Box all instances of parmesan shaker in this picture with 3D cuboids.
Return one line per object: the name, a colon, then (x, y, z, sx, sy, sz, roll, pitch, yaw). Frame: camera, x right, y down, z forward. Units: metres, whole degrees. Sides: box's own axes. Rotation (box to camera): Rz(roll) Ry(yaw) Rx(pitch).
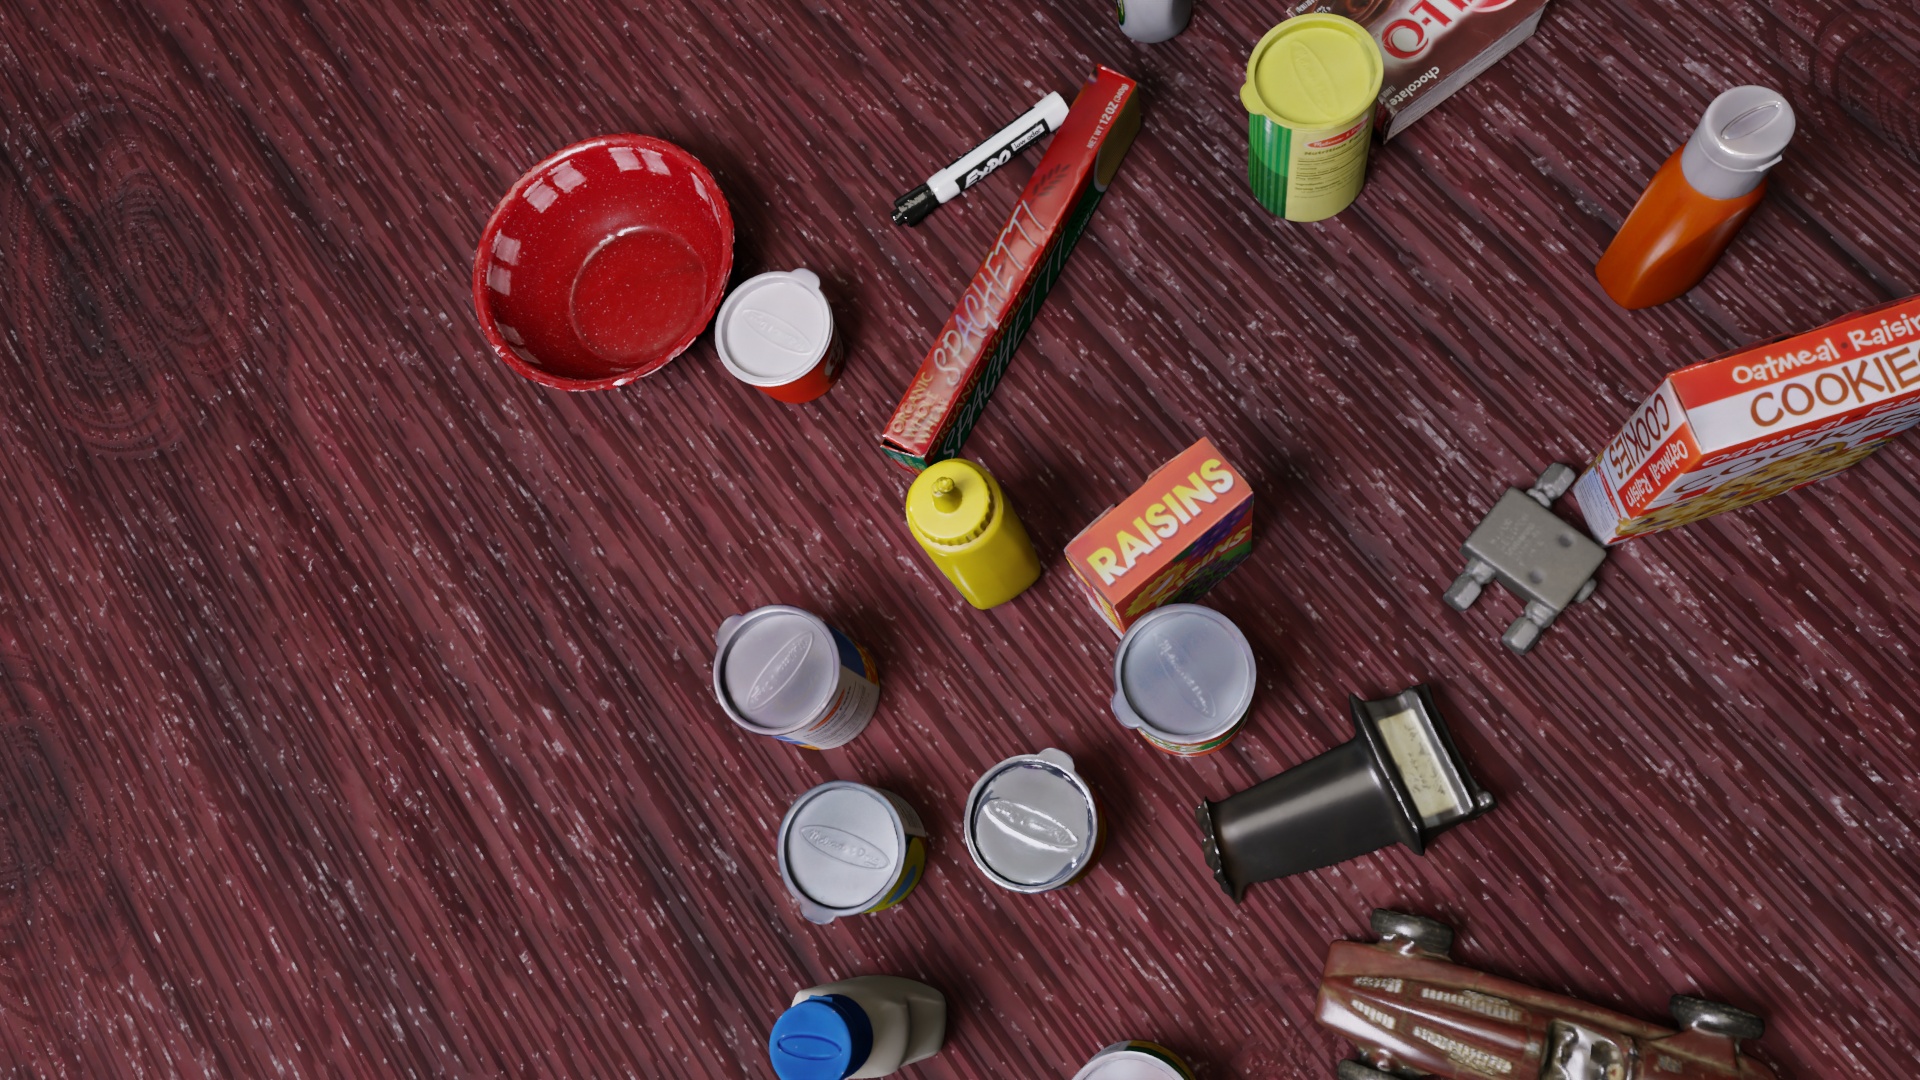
parmesan shaker: (0.184, -0.221, 0.741, 0.071, 0.103, 0.071, -3, 76, 10)

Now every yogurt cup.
yogurt cup: (-0.099, -0.112, 0.793, 0.072, 0.054, 0.072, -3, 76, 10)

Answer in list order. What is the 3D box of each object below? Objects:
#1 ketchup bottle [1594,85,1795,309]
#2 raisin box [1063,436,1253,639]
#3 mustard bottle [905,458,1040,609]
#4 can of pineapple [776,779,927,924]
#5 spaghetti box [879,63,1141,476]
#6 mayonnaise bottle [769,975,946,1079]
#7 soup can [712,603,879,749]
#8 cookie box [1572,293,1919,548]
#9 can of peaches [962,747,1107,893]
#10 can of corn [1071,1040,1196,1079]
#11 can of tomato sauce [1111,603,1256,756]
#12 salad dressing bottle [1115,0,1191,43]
ketchup bottle: (0.356, -0.163, 0.669, 0.065, 0.148, 0.043, -30, 73, 3)
raisin box: (0.101, 0.005, 0.688, 0.086, 0.123, 0.040, -39, 72, 0)
mustard bottle: (0.002, -0.009, 0.691, 0.049, 0.160, 0.065, -32, 73, 2)
can of pineapple: (-0.056, 0.159, 0.713, 0.071, 0.057, 0.071, -3, 76, 10)
spaghetti box: (0.031, -0.148, 0.779, 0.029, 0.050, 0.250, 27, 82, 16)
mayonnaise bottle: (-0.050, 0.228, 0.647, 0.065, 0.148, 0.041, 3, 77, 12)
soup can: (-0.086, 0.071, 0.728, 0.071, 0.083, 0.071, -3, 76, 10)
cookie box: (0.363, -0.051, 0.629, 0.123, 0.167, 0.040, -18, 74, 6)
can of peaches: (0.040, 0.141, 0.699, 0.071, 0.058, 0.071, -3, 76, 10)
can of corn: (0.084, 0.275, 0.656, 0.071, 0.058, 0.071, -3, 76, 10)
can of tomato sauce: (0.111, 0.073, 0.690, 0.071, 0.083, 0.071, -3, 76, 10)
salad dressing bottle: (0.103, -0.334, 0.762, 0.044, 0.147, 0.064, 2, 77, 12)
